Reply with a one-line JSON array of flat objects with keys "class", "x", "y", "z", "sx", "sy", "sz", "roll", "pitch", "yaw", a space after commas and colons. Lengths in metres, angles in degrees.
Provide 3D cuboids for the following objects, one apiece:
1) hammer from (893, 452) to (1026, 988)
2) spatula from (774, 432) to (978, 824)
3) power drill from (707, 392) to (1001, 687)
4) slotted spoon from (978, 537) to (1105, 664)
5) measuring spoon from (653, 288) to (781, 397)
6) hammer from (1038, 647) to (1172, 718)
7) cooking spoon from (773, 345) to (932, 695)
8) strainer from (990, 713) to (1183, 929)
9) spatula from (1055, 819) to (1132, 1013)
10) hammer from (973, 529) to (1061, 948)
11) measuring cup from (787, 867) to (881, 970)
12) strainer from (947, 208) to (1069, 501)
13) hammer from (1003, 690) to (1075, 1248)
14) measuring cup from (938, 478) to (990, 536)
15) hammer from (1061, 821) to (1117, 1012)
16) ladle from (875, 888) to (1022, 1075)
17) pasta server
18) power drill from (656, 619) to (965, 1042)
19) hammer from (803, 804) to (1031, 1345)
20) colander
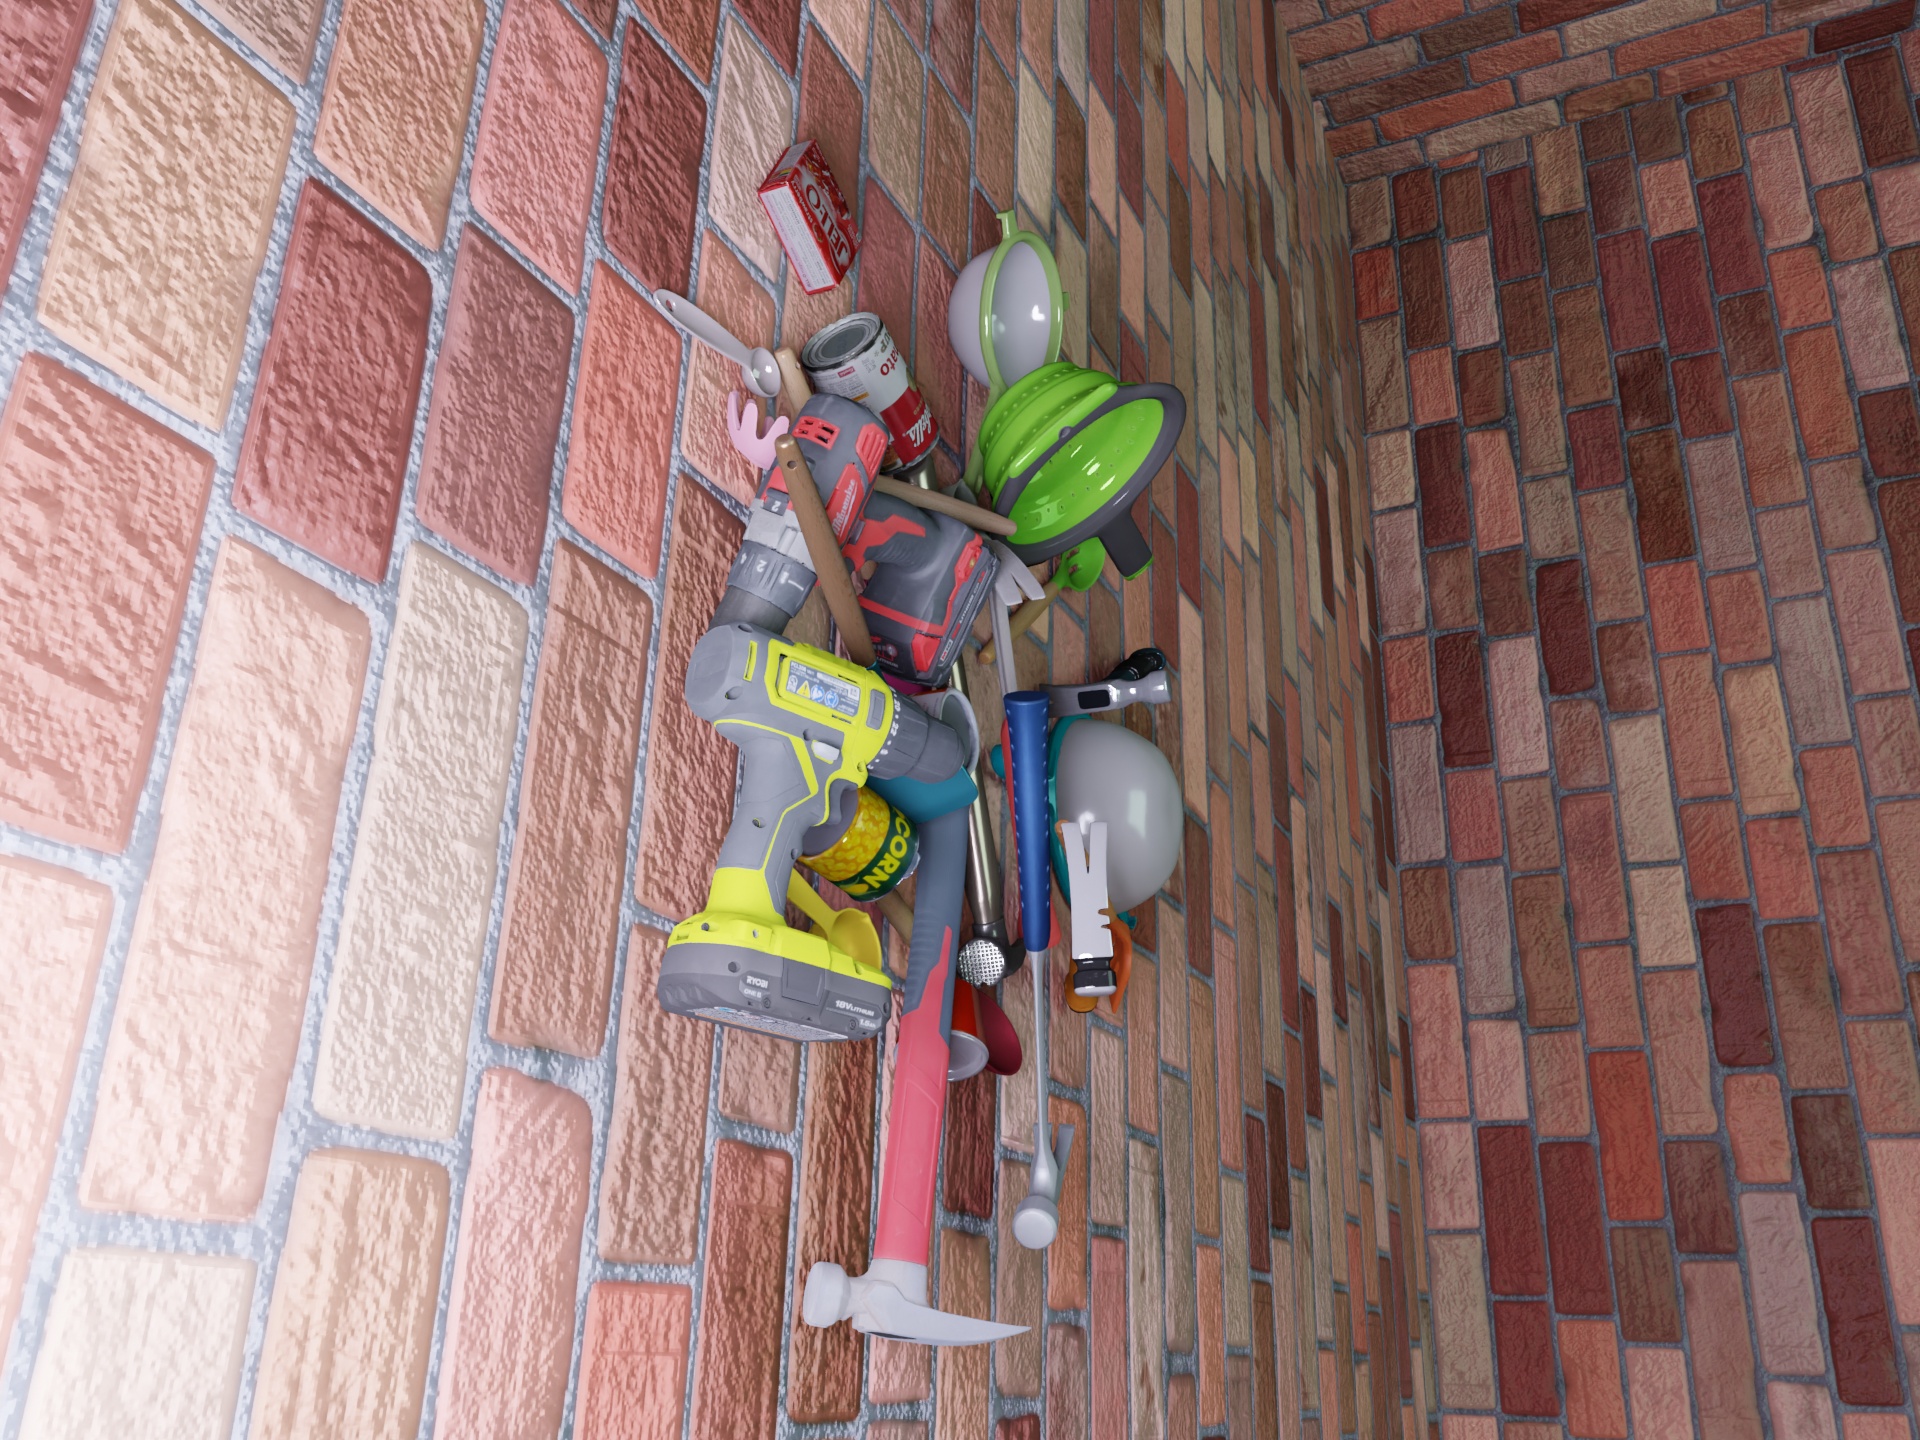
[{"class": "hammer", "x": -0.002, "y": -0.004, "z": 1.249, "sx": 0.146, "sy": 0.038, "sz": 0.411, "roll": 2, "pitch": 79, "yaw": -79}, {"class": "spatula", "x": -0.063, "y": -0.049, "z": 1.003, "sx": 0.317, "sy": 0.082, "sz": 0.044, "roll": 72, "pitch": 1, "yaw": -46}, {"class": "power drill", "x": -0.074, "y": -0.092, "z": 1.064, "sx": 0.188, "sy": 0.080, "sz": 0.226, "roll": -65, "pitch": 152, "yaw": -5}, {"class": "slotted spoon", "x": 0.077, "y": -0.117, "z": 1.498, "sx": 0.314, "sy": 0.031, "sz": 0.070, "roll": -48, "pitch": 132, "yaw": -57}, {"class": "measuring spoon", "x": -0.162, "y": -0.247, "z": 1.044, "sx": 0.124, "sy": 0.018, "sz": 0.034, "roll": 28, "pitch": 57, "yaw": -52}, {"class": "hammer", "x": 0.163, "y": -0.042, "z": 1.577, "sx": 0.331, "sy": 0.128, "sz": 0.033, "roll": -29, "pitch": 109, "yaw": -74}, {"class": "cooking spoon", "x": -0.074, "y": -0.130, "z": 1.178, "sx": 0.069, "sy": 0.017, "sz": 0.318, "roll": -67, "pitch": 144, "yaw": -49}, {"class": "strainer", "x": 0.134, "y": 0.072, "z": 1.475, "sx": 0.340, "sy": 0.095, "sz": 0.211, "roll": 34, "pitch": 52, "yaw": -60}, {"class": "spatula", "x": 0.116, "y": 0.165, "z": 1.395, "sx": 0.322, "sy": 0.041, "sz": 0.081, "roll": 61, "pitch": 18, "yaw": -56}, {"class": "hammer", "x": 0.049, "y": 0.033, "z": 1.274, "sx": 0.149, "sy": 0.036, "sz": 0.358, "roll": -124, "pitch": -157, "yaw": -62}, {"class": "measuring cup", "x": -0.107, "y": 0.122, "z": 1.034, "sx": 0.156, "sy": 0.029, "sz": 0.062, "roll": 50, "pitch": 37, "yaw": -29}, {"class": "strainer", "x": 0.017, "y": -0.309, "z": 1.408, "sx": 0.151, "sy": 0.069, "sz": 0.256, "roll": 36, "pitch": 67, "yaw": -59}, {"class": "hammer", "x": 0.058, "y": 0.178, "z": 1.198, "sx": 0.144, "sy": 0.035, "sz": 0.405, "roll": -52, "pitch": 140, "yaw": -74}, {"class": "measuring cup", "x": 0.005, "y": -0.158, "z": 1.349, "sx": 0.167, "sy": 0.038, "sz": 0.083, "roll": -16, "pitch": 96, "yaw": -72}, {"class": "hammer", "x": 0.101, "y": 0.183, "z": 1.293, "sx": 0.336, "sy": 0.034, "sz": 0.127, "roll": 81, "pitch": 6, "yaw": -71}, {"class": "ladle", "x": -0.031, "y": 0.163, "z": 1.172, "sx": 0.069, "sy": 0.031, "sz": 0.315, "roll": -92, "pitch": 156, "yaw": -49}, {"class": "pasta server", "x": -0.052, "y": -0.175, "z": 1.148, "sx": 0.316, "sy": 0.060, "sz": 0.040, "roll": 9, "pitch": 109, "yaw": -52}, {"class": "power drill", "x": -0.085, "y": 0.071, "z": 0.951, "sx": 0.190, "sy": 0.080, "sz": 0.229, "roll": 23, "pitch": 65, "yaw": -36}, {"class": "hammer", "x": -0.009, "y": 0.216, "z": 1.078, "sx": 0.038, "sy": 0.143, "sz": 0.387, "roll": 127, "pitch": -26, "yaw": -57}, {"class": "colander", "x": 0.105, "y": -0.216, "z": 1.416, "sx": 0.095, "sy": 0.204, "sz": 0.396, "roll": 52, "pitch": 5, "yaw": 19}]
